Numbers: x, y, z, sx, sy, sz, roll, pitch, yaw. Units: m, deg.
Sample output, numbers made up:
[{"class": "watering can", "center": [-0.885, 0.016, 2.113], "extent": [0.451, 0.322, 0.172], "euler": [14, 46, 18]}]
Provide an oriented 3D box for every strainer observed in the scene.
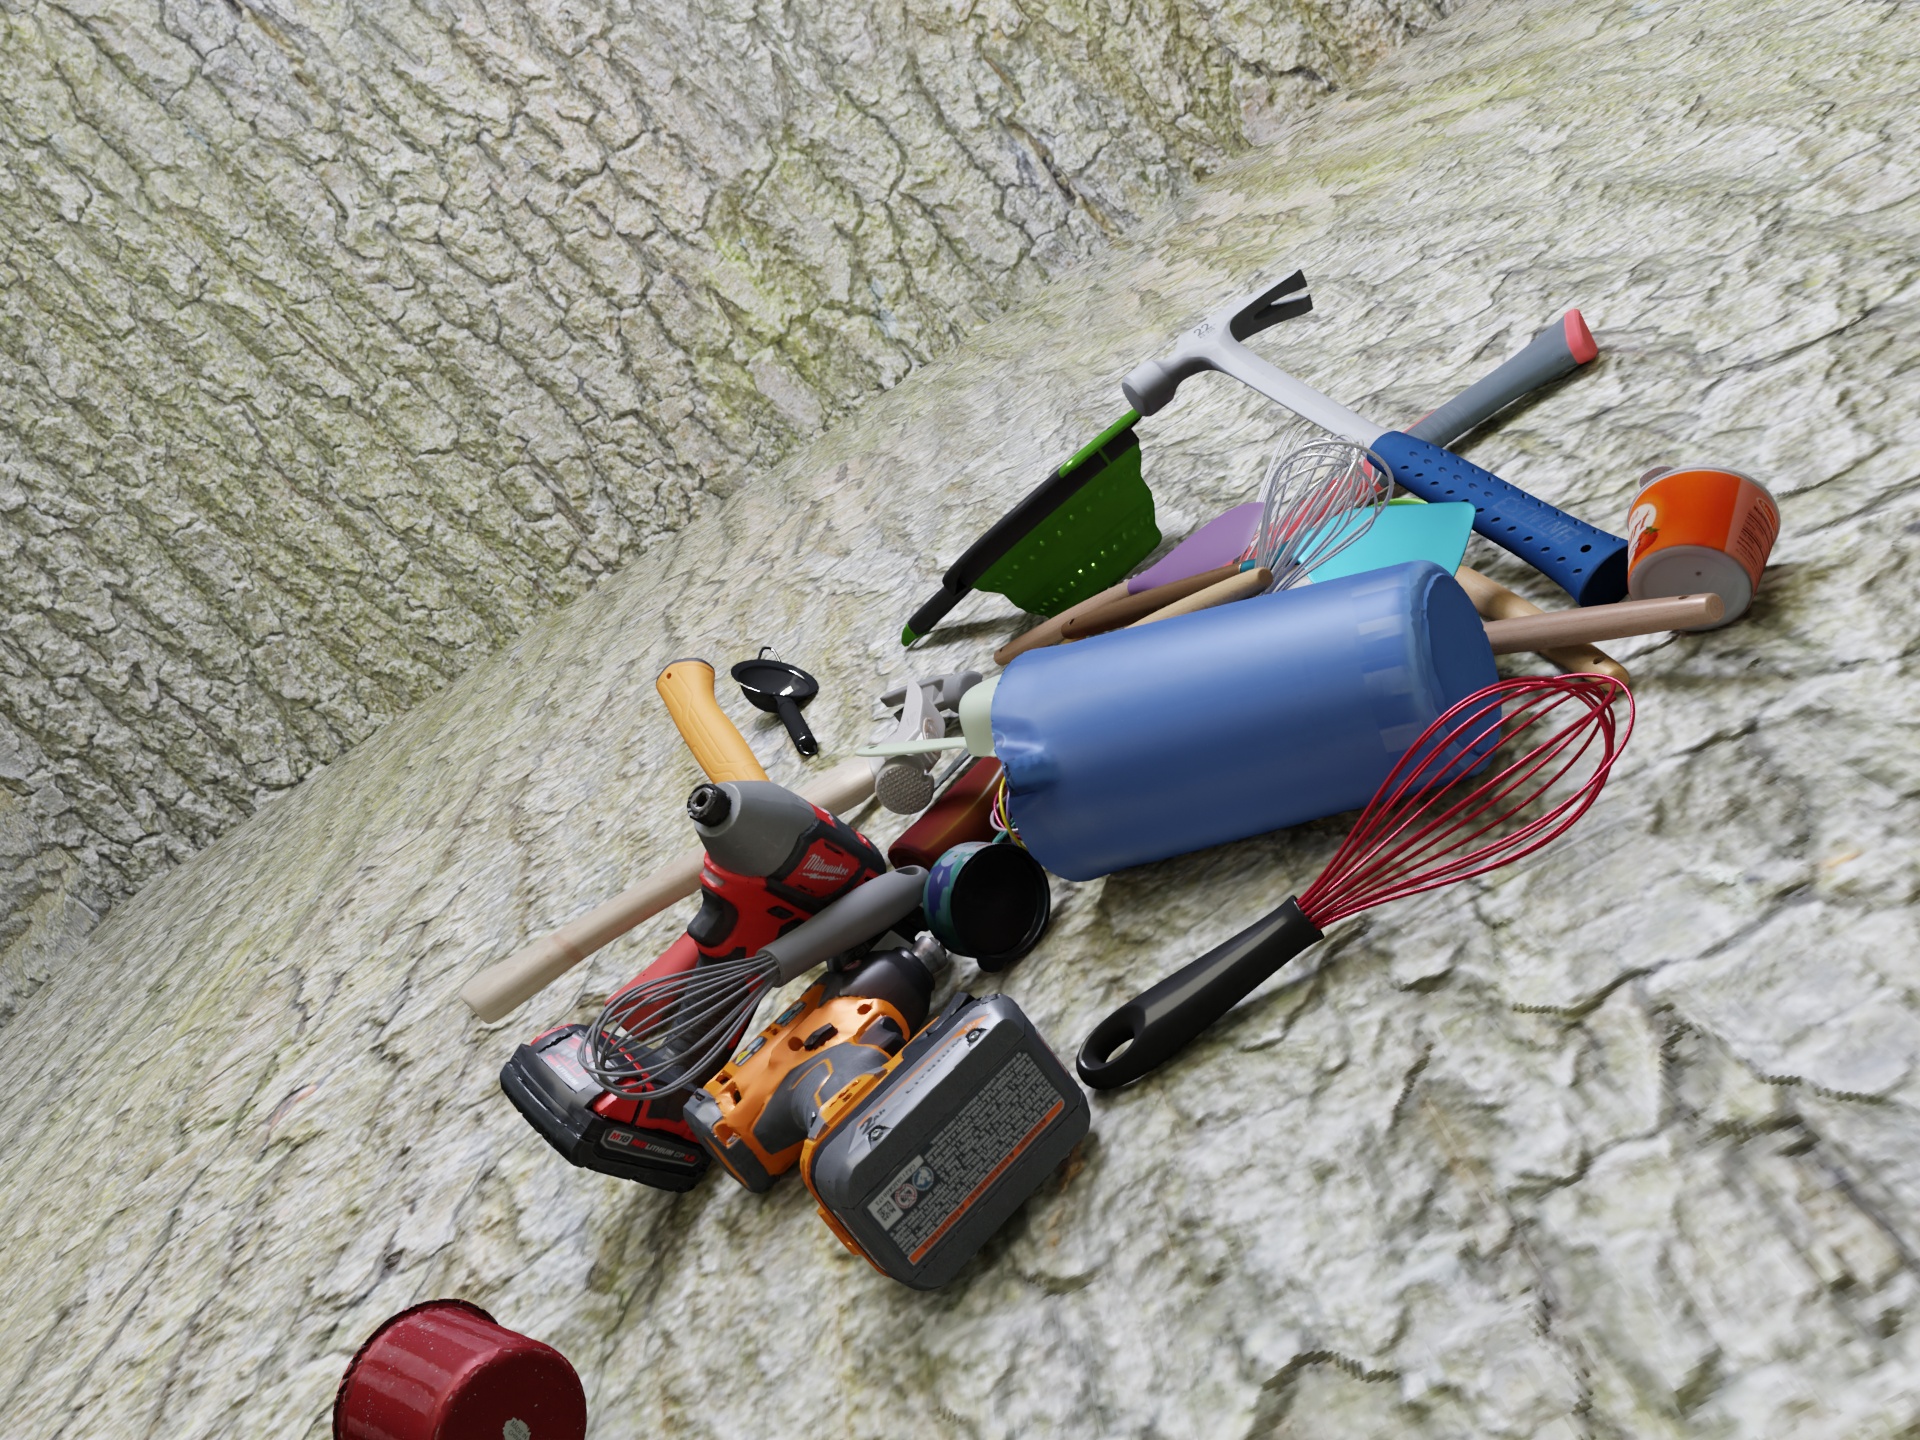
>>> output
[{"class": "strainer", "center": [-0.164, -0.011, 1.485], "extent": [0.086, 0.050, 0.259], "euler": [6, 17, -18]}]

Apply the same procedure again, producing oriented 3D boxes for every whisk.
[{"class": "whisk", "center": [0.170, 0.075, 0.706], "extent": [0.296, 0.073, 0.073], "euler": [-38, 18, 11]}, {"class": "whisk", "center": [-0.095, 0.127, 0.819], "extent": [0.055, 0.055, 0.239], "euler": [-14, 9, 46]}, {"class": "whisk", "center": [0.183, -0.091, 1.029], "extent": [0.285, 0.070, 0.070], "euler": [-54, 23, -14]}, {"class": "whisk", "center": [0.073, 0.020, 0.991], "extent": [0.051, 0.047, 0.245], "euler": [-62, -9, 31]}, {"class": "whisk", "center": [0.168, -0.070, 0.874], "extent": [0.246, 0.059, 0.058], "euler": [112, 176, -57]}]

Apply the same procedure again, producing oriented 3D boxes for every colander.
[{"class": "colander", "center": [0.057, -0.116, 1.324], "extent": [0.204, 0.094, 0.397], "euler": [-41, 2, -31]}]

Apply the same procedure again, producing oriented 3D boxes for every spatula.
[{"class": "spatula", "center": [0.164, -0.076, 0.965], "extent": [0.317, 0.044, 0.082], "euler": [-13, 44, 57]}, {"class": "spatula", "center": [0.109, -0.087, 1.114], "extent": [0.316, 0.018, 0.060], "euler": [-26, 32, 57]}]

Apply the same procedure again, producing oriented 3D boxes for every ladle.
[{"class": "ladle", "center": [0.099, -0.046, 0.956], "extent": [0.069, 0.031, 0.315], "euler": [-11, -6, -23]}]

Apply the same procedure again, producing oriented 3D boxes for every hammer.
[{"class": "hammer", "center": [0.256, -0.175, 0.970], "extent": [0.144, 0.035, 0.406], "euler": [-36, 40, -4]}, {"class": "hammer", "center": [-0.125, 0.091, 1.174], "extent": [0.359, 0.036, 0.149], "euler": [-46, 15, -26]}, {"class": "hammer", "center": [-0.188, 0.103, 1.129], "extent": [0.410, 0.038, 0.146], "euler": [-30, 21, 16]}, {"class": "hammer", "center": [-0.134, 0.063, 1.032], "extent": [0.127, 0.034, 0.337], "euler": [-45, 45, 5]}, {"class": "hammer", "center": [0.277, -0.170, 1.134], "extent": [0.386, 0.038, 0.143], "euler": [-34, 17, 2]}]

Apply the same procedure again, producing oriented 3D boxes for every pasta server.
[{"class": "pasta server", "center": [0.257, -0.047, 0.840], "extent": [0.060, 0.040, 0.316], "euler": [-29, 10, -26]}]

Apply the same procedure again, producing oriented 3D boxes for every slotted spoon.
[{"class": "slotted spoon", "center": [0.290, -0.072, 0.898], "extent": [0.070, 0.031, 0.314], "euler": [-34, 21, 5]}]

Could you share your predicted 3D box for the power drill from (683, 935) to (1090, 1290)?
[{"class": "power drill", "center": [-0.034, 0.173, 0.775], "extent": [0.164, 0.084, 0.226], "euler": [-42, 16, -21]}]

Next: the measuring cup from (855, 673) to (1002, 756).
[{"class": "measuring cup", "center": [-0.002, -0.003, 0.982], "extent": [0.167, 0.038, 0.083], "euler": [-8, 14, 33]}]

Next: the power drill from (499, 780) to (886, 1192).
[{"class": "power drill", "center": [-0.142, 0.135, 0.864], "extent": [0.079, 0.143, 0.220], "euler": [29, 84, 39]}]
